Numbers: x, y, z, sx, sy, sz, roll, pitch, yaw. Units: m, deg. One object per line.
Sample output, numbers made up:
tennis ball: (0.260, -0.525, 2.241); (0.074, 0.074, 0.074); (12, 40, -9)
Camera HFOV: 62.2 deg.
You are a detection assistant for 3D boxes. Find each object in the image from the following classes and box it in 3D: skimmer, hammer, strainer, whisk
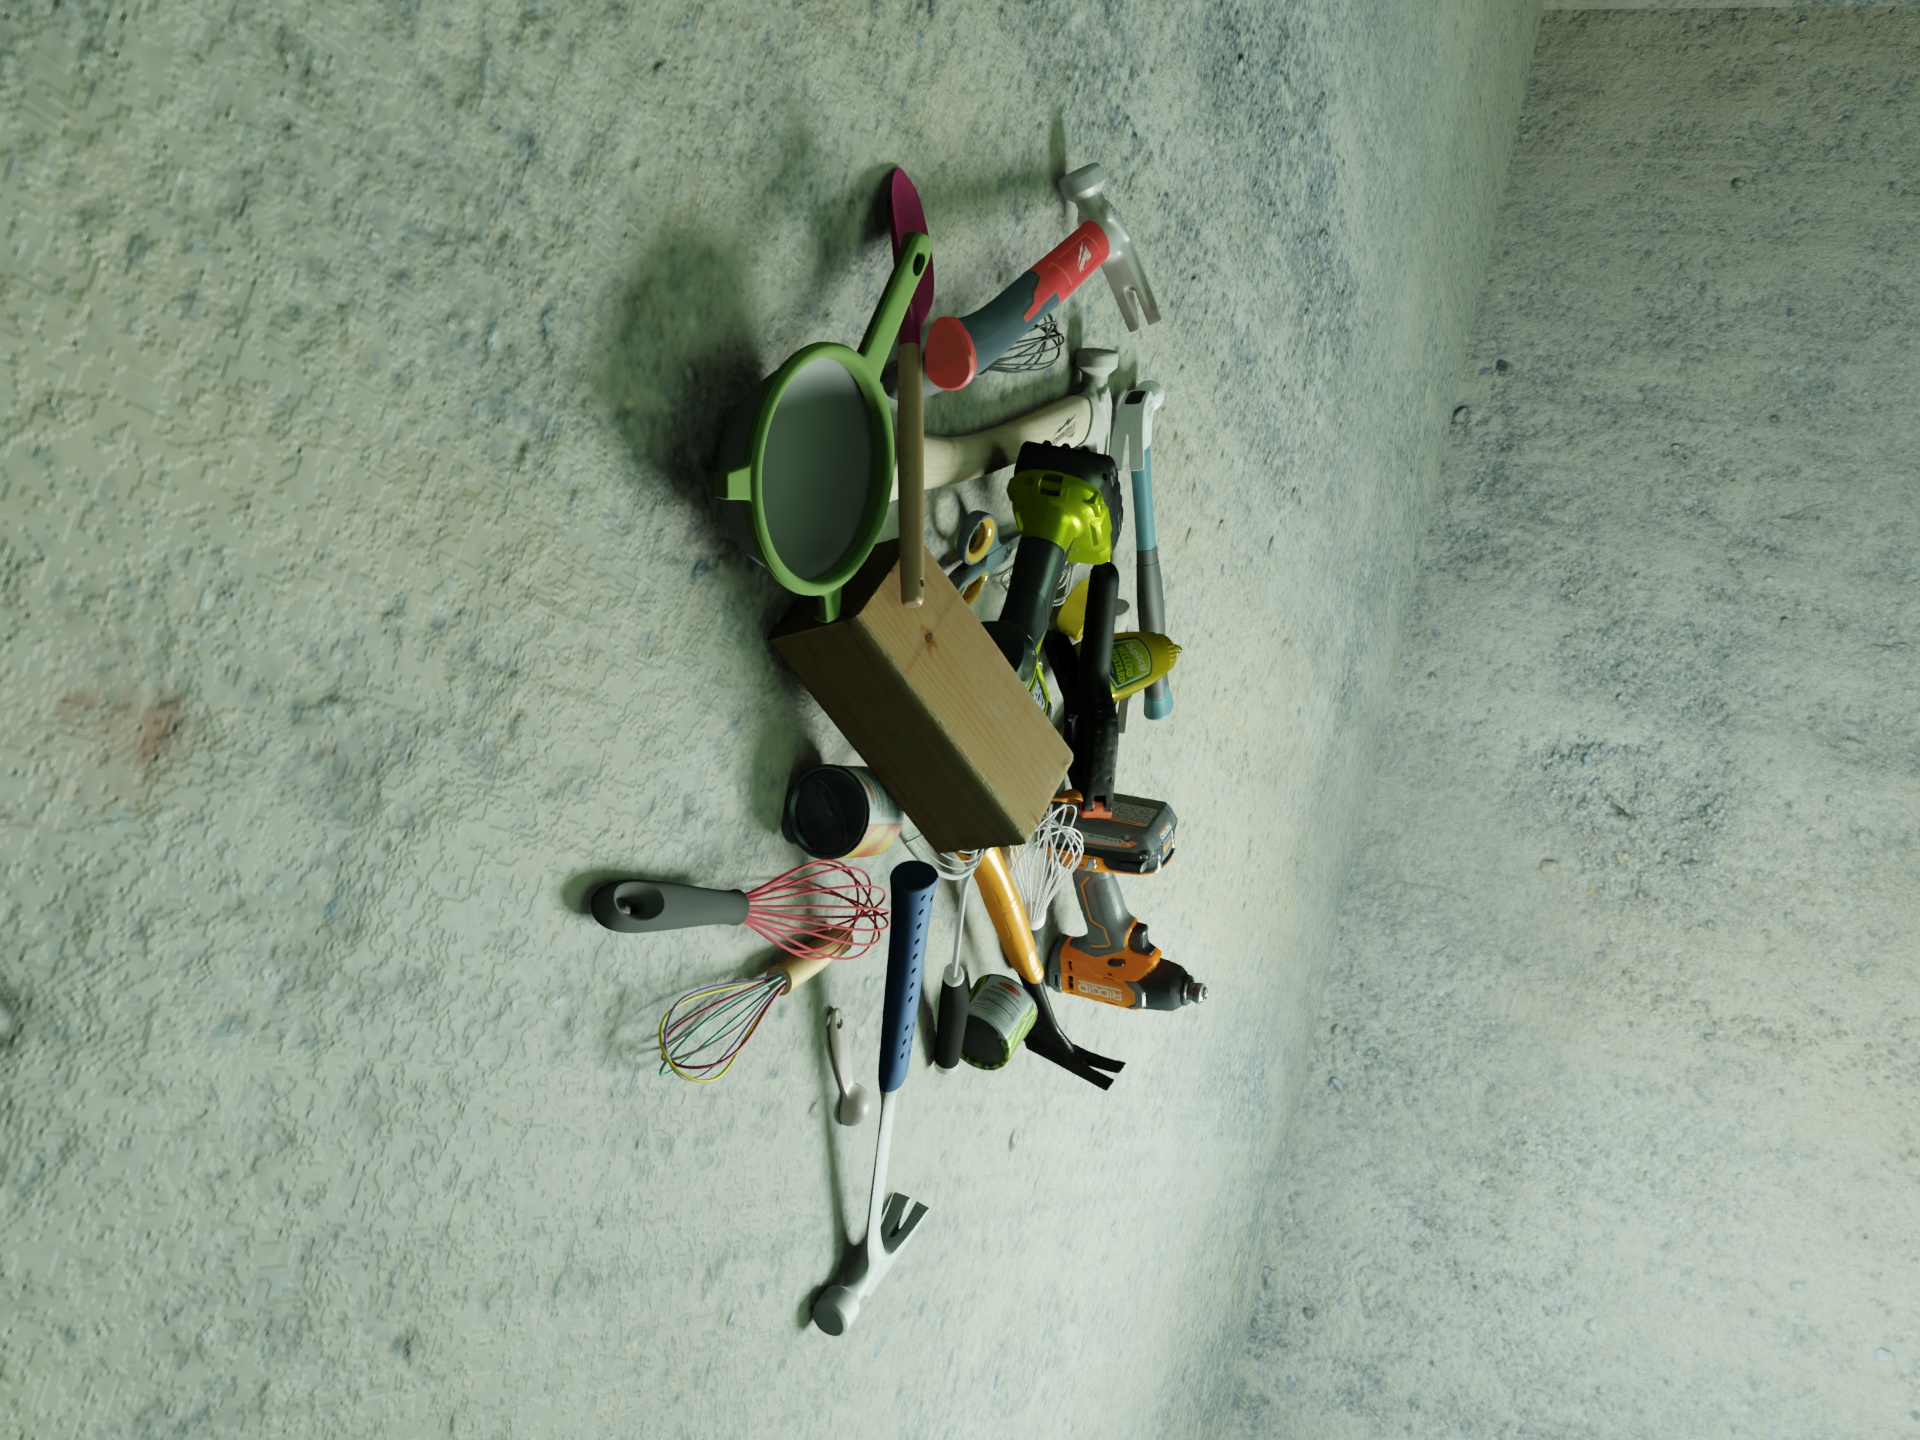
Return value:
skimmer: (-0.030, 0.163, 1.302); (0.127, 0.090, 0.363); (-81, 177, -51)
hammer: (-0.053, 0.289, 1.246); (0.144, 0.035, 0.405); (-39, 141, -56)
strainer: (-0.088, -0.200, 0.982); (0.151, 0.069, 0.256); (53, 52, -55)
hammer: (0.033, -0.212, 1.280); (0.410, 0.038, 0.146); (-31, 129, -58)
whisk: (0.097, -0.147, 1.433); (0.246, 0.059, 0.057); (-44, 151, -58)
hammer: (0.185, -0.159, 1.574); (0.128, 0.033, 0.330); (-52, 139, -60)
hammer: (0.060, 0.212, 1.426); (0.034, 0.127, 0.336); (-48, 140, -25)
hammer: (0.067, -0.310, 1.200); (0.143, 0.038, 0.386); (63, 32, -19)
whisk: (0.012, -0.275, 1.200); (0.239, 0.055, 0.055); (-35, 131, -51)
whisk: (-0.134, 0.122, 1.035); (0.295, 0.073, 0.073); (13, 88, -59)
whisk: (0.070, 0.160, 1.438); (0.284, 0.070, 0.070); (94, 20, -54)
whisk: (-0.133, 0.189, 1.083); (0.245, 0.047, 0.051); (-26, 140, -65)
hammer: (0.100, 0.030, 1.530); (0.331, 0.031, 0.129); (-56, 146, -40)

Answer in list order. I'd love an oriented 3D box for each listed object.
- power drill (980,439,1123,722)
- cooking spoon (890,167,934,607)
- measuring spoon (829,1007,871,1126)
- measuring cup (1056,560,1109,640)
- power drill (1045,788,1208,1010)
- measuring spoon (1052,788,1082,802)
power drill: (0.060, -0.083, 1.247); (0.190, 0.080, 0.229); (65, 41, -65)
cooking spoon: (-0.034, -0.224, 1.051); (0.068, 0.017, 0.319); (38, 47, -62)
measuring spoon: (-0.085, 0.272, 1.246); (0.034, 0.018, 0.124); (-51, 144, -46)
measuring cup: (0.113, -0.121, 1.437); (0.062, 0.029, 0.156); (-56, 171, -16)
power drill: (0.166, 0.189, 1.583); (0.084, 0.164, 0.226); (-43, 136, -51)
measuring spoon: (0.044, 0.059, 1.329); (0.021, 0.117, 0.011); (86, 9, -76)
